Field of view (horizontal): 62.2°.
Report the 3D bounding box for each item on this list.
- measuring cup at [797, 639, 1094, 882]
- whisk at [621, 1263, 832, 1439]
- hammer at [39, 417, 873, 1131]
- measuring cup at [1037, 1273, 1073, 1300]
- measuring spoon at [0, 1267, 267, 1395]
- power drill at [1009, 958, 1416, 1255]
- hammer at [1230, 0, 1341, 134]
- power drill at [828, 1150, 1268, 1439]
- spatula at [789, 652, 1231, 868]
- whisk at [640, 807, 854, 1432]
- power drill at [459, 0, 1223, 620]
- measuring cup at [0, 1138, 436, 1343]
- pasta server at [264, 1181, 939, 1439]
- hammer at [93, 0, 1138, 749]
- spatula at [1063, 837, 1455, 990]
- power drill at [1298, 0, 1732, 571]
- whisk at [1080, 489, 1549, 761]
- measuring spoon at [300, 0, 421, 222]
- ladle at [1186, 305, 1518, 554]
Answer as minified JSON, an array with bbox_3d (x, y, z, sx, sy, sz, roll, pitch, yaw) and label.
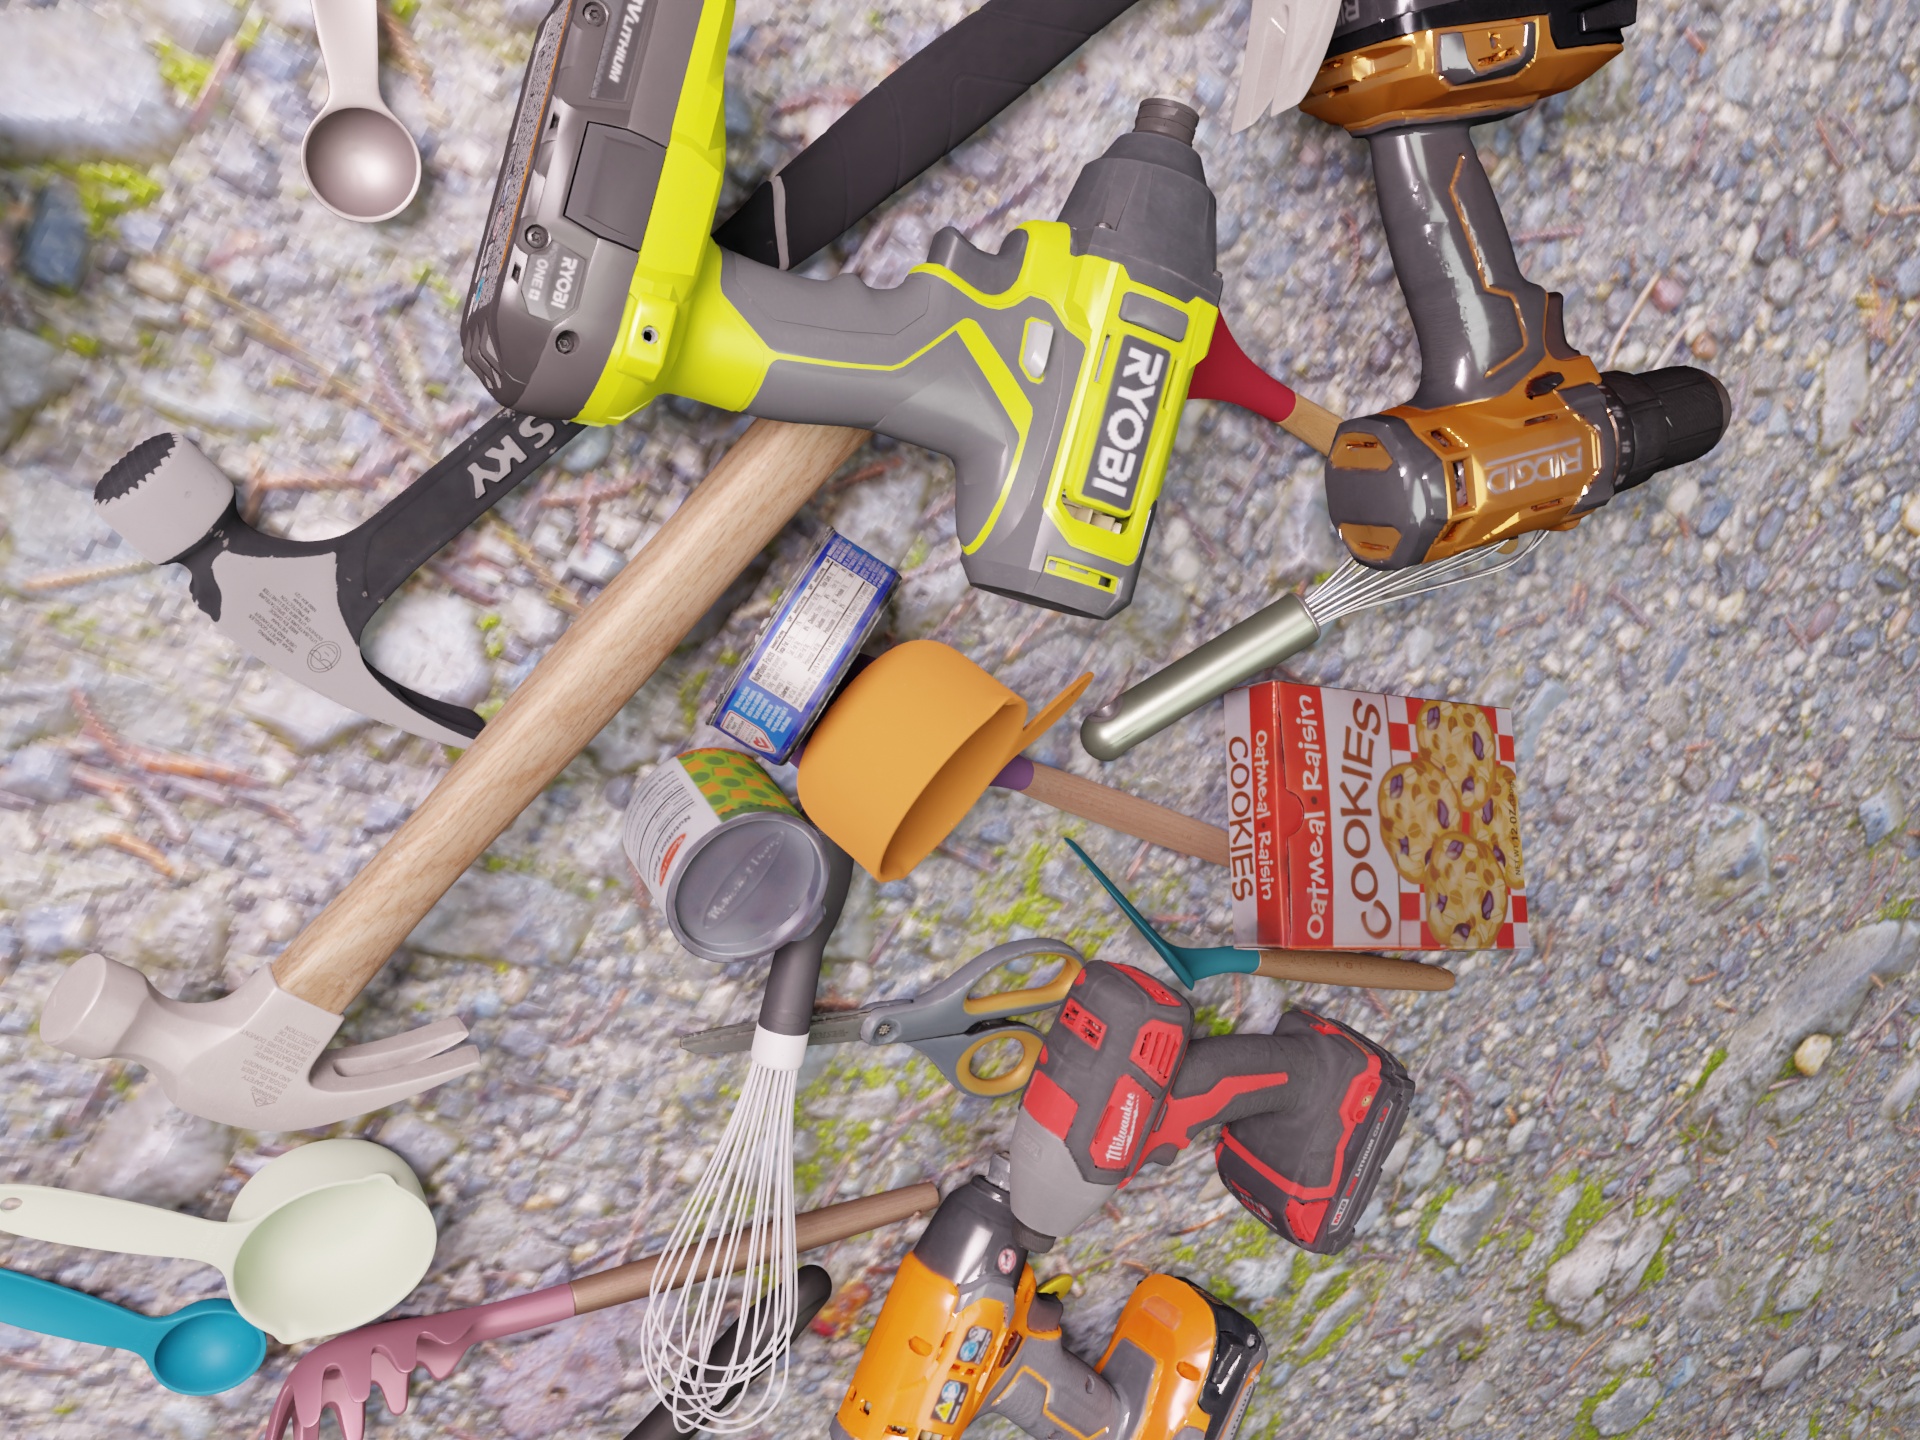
[{"bbox_3d":[-0.001,-0.002,0.638,0.173,0.052,0.095,-35,159,-54],"label":"measuring cup"},{"bbox_3d":[-0.171,0.364,0.744,0.296,0.073,0.073,-44,129,-5],"label":"whisk"},{"bbox_3d":[-0.145,0.008,0.545,0.331,0.031,0.129,-48,133,0],"label":"hammer"},{"bbox_3d":[0.007,0.364,0.870,0.156,0.029,0.062,-39,128,-8],"label":"measuring cup"},{"bbox_3d":[-0.330,0.224,0.610,0.128,0.021,0.042,32,97,-29],"label":"measuring spoon"},{"bbox_3d":[0.120,0.206,0.807,0.219,0.079,0.143,17,97,-37],"label":"power drill"},{"bbox_3d":[-0.040,-0.313,0.444,0.410,0.038,0.146,15,79,-32],"label":"hammer"},{"bbox_3d":[0.055,0.327,0.838,0.226,0.084,0.164,28,82,-32],"label":"power drill"},{"bbox_3d":[0.047,0.034,0.721,0.315,0.018,0.059,20,107,-35],"label":"spatula"},{"bbox_3d":[-0.082,0.168,0.674,0.070,0.070,0.284,9,97,-34],"label":"whisk"},{"bbox_3d":[-0.024,-0.141,0.492,0.223,0.080,0.171,14,91,-27],"label":"power drill"},{"bbox_3d":[-0.282,0.185,0.600,0.167,0.038,0.083,25,101,-35],"label":"measuring cup"},{"bbox_3d":[-0.148,0.262,0.719,0.316,0.040,0.060,-7,144,-29],"label":"pasta server"},{"bbox_3d":[-0.074,-0.151,0.541,0.409,0.036,0.149,-41,129,-6],"label":"hammer"},{"bbox_3d":[0.172,0.117,0.820,0.317,0.082,0.044,13,115,-41],"label":"spatula"},{"bbox_3d":[0.224,-0.186,0.630,0.185,0.084,0.226,-16,105,-20],"label":"power drill"},{"bbox_3d":[0.161,-0.050,0.711,0.246,0.058,0.059,-31,108,1],"label":"whisk"},{"bbox_3d":[-0.180,-0.210,0.463,0.034,0.018,0.124,-9,113,-26],"label":"measuring spoon"},{"bbox_3d":[0.155,-0.127,0.695,0.315,0.031,0.069,19,107,-38],"label":"ladle"}]
